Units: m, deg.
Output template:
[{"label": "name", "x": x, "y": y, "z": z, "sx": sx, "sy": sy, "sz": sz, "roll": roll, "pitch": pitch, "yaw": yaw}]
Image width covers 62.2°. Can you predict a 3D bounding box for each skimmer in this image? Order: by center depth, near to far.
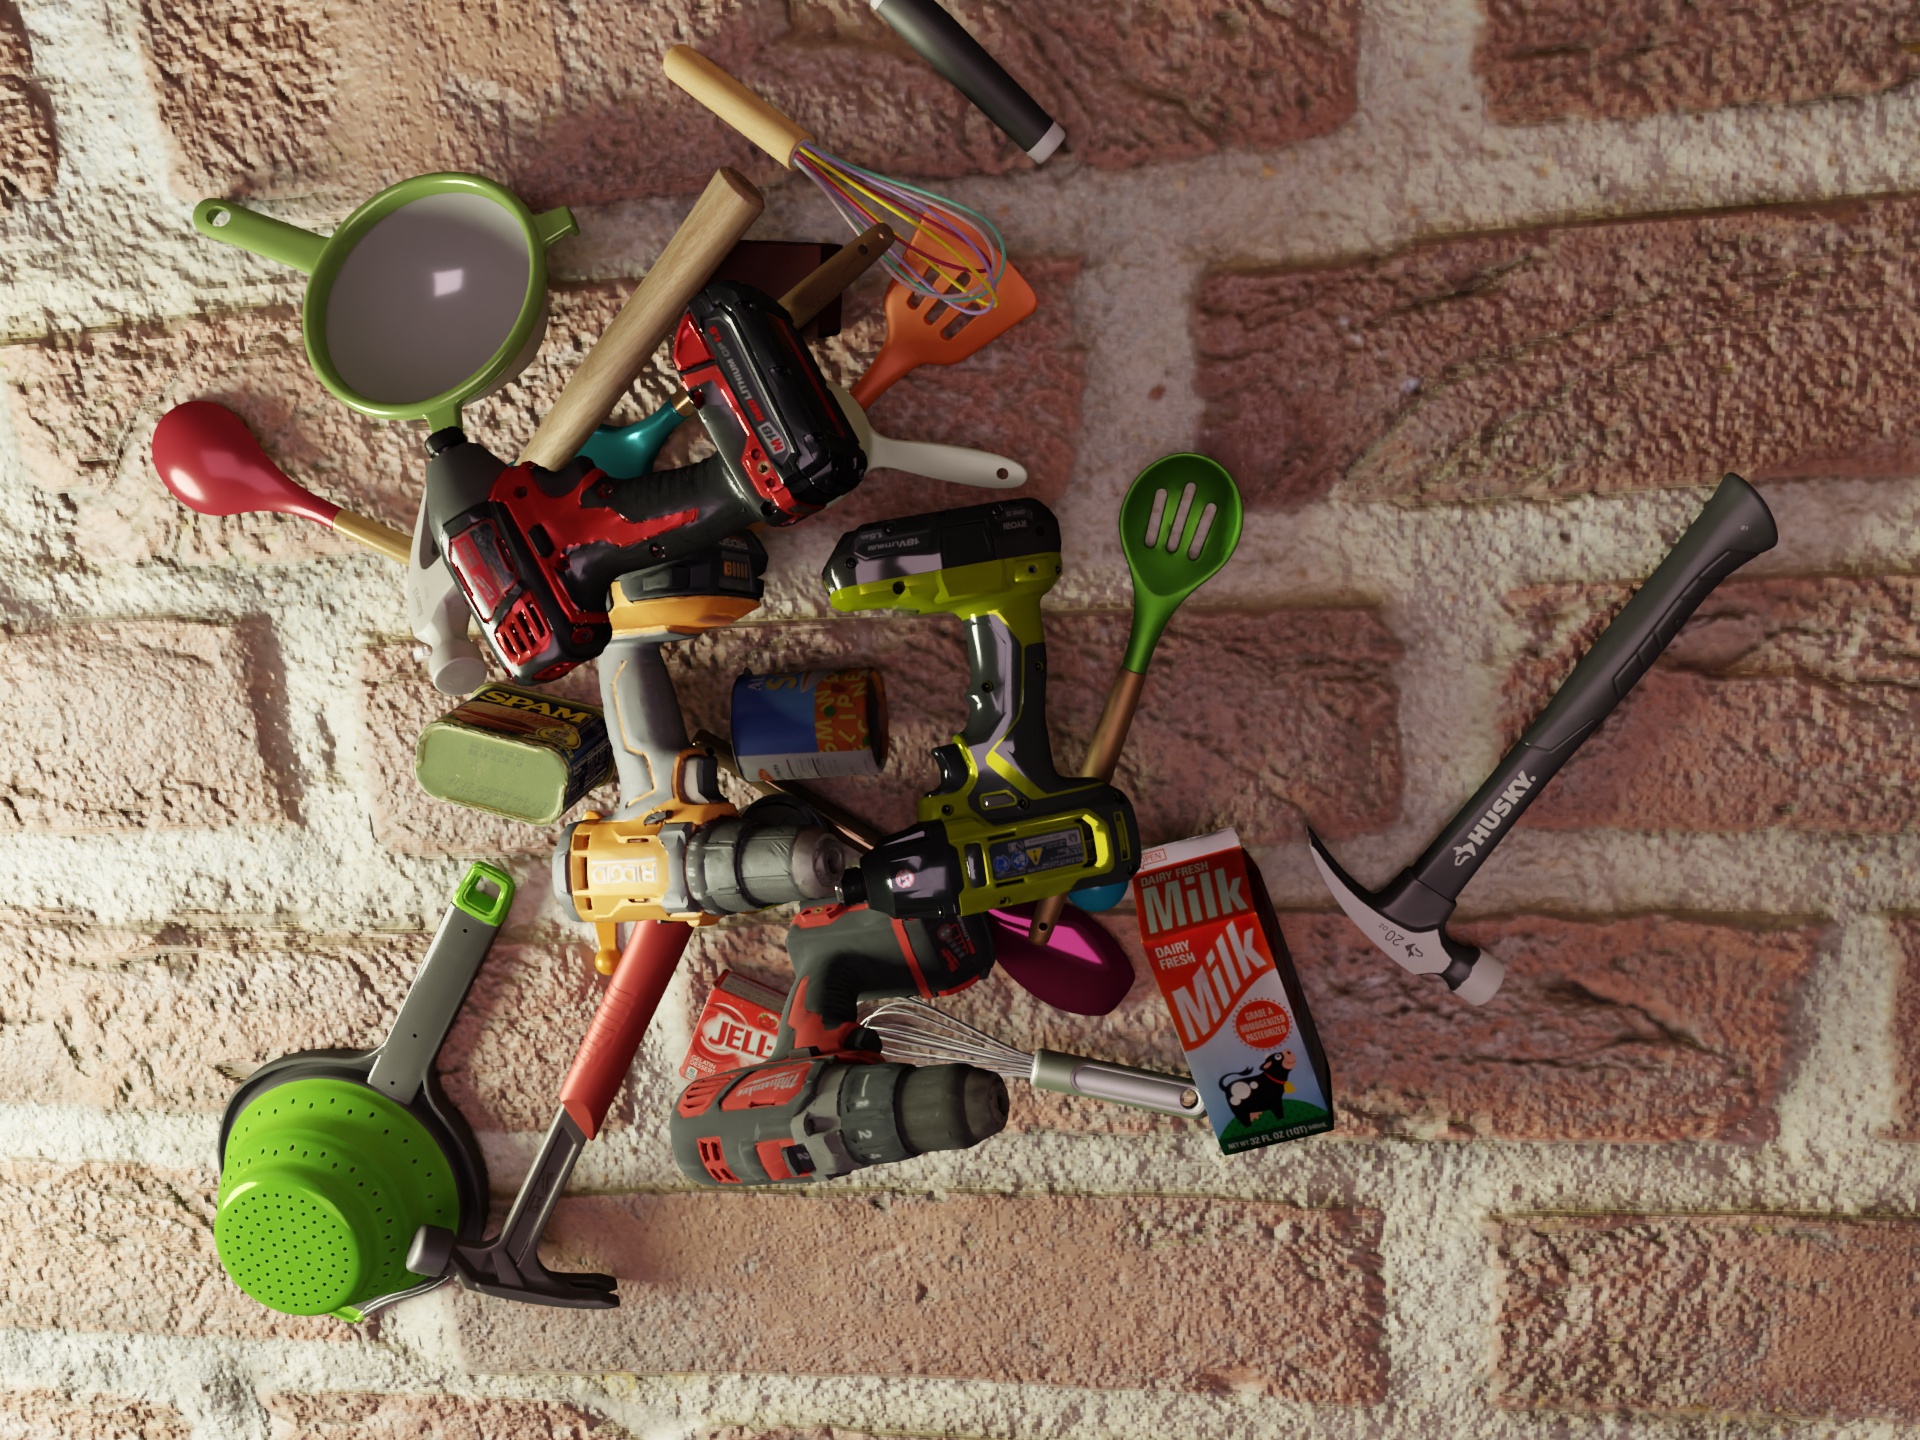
[{"label": "skimmer", "x": -0.084, "y": -0.436, "z": 0.853, "sx": 0.363, "sy": 0.090, "sz": 0.127, "roll": 39, "pitch": 105, "yaw": -15}]

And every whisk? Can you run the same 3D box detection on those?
[{"label": "whisk", "x": -0.070, "y": -0.296, "z": 0.854, "sx": 0.245, "sy": 0.047, "sz": 0.051, "roll": 40, "pitch": 117, "yaw": 15}, {"label": "whisk", "x": 0.040, "y": 0.219, "z": 1.014, "sx": 0.246, "sy": 0.059, "sz": 0.058, "roll": 11, "pitch": 82, "yaw": 4}]

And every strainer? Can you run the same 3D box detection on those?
[{"label": "strainer", "x": -0.338, "y": -0.250, "z": 0.929, "sx": 0.256, "sy": 0.069, "sz": 0.151, "roll": 23, "pitch": 83, "yaw": 20}]

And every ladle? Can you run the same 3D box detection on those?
[{"label": "ladle", "x": -0.363, "y": -0.113, "z": 0.990, "sx": 0.315, "sy": 0.031, "sz": 0.069, "roll": 25, "pitch": 106, "yaw": -1}]

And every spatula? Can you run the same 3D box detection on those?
[{"label": "spatula", "x": -0.147, "y": -0.184, "z": 0.894, "sx": 0.317, "sy": 0.044, "sz": 0.082, "roll": -28, "pitch": 104, "yaw": 41}, {"label": "spatula", "x": -0.089, "y": -0.156, "z": 0.930, "sx": 0.081, "sy": 0.041, "sz": 0.322, "roll": 43, "pitch": 108, "yaw": -8}]

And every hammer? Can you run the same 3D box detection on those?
[{"label": "hammer", "x": -0.218, "y": -0.171, "z": 0.894, "sx": 0.331, "sy": 0.031, "sz": 0.130, "roll": -47, "pitch": 51, "yaw": 22}, {"label": "hammer", "x": 0.341, "y": 0.003, "z": 0.917, "sx": 0.146, "sy": 0.035, "sz": 0.334, "roll": 33, "pitch": 108, "yaw": -3}, {"label": "hammer", "x": -0.231, "y": 0.235, "z": 1.054, "sx": 0.149, "sy": 0.037, "sz": 0.359, "roll": 21, "pitch": 104, "yaw": -25}]

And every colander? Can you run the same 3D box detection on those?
[{"label": "colander", "x": -0.402, "y": 0.271, "z": 1.071, "sx": 0.204, "sy": 0.094, "sz": 0.397, "roll": 29, "pitch": 108, "yaw": -1}]

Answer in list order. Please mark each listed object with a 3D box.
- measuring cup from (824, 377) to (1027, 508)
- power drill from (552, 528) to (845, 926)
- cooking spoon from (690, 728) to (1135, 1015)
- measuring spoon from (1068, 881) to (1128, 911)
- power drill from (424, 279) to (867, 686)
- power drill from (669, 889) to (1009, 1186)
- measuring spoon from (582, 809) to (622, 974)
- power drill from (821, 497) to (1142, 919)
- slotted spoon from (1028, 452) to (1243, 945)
[{"label": "measuring cup", "x": -0.047, "y": -0.146, "z": 0.894, "sx": 0.167, "sy": 0.038, "sz": 0.083, "roll": 10, "pitch": 114, "yaw": 6}, {"label": "power drill", "x": -0.151, "y": 0.003, "z": 0.900, "sx": 0.185, "sy": 0.084, "sz": 0.226, "roll": -5, "pitch": 86, "yaw": 31}, {"label": "cooking spoon", "x": -0.032, "y": 0.094, "z": 1.005, "sx": 0.319, "sy": 0.017, "sz": 0.068, "roll": 32, "pitch": 112, "yaw": -1}, {"label": "measuring spoon", "x": 0.043, "y": 0.086, "z": 0.990, "sx": 0.128, "sy": 0.021, "sz": 0.042, "roll": 21, "pitch": 108, "yaw": 0}, {"label": "power drill", "x": -0.173, "y": -0.127, "z": 0.821, "sx": 0.219, "sy": 0.078, "sz": 0.143, "roll": -29, "pitch": 89, "yaw": 13}, {"label": "power drill", "x": -0.044, "y": 0.172, "z": 0.906, "sx": 0.188, "sy": 0.227, "sz": 0.080, "roll": -11, "pitch": 114, "yaw": 22}, {"label": "measuring spoon", "x": -0.237, "y": 0.115, "z": 1.045, "sx": 0.021, "sy": 0.011, "sz": 0.117, "roll": -1, "pitch": 106, "yaw": 8}, {"label": "power drill", "x": -0.001, "y": -0.003, "z": 0.899, "sx": 0.171, "sy": 0.080, "sz": 0.223, "roll": -11, "pitch": 90, "yaw": -9}, {"label": "slotted spoon", "x": 0.092, "y": -0.007, "z": 0.944, "sx": 0.070, "sy": 0.031, "sz": 0.313, "roll": 19, "pitch": 105, "yaw": 3}]
